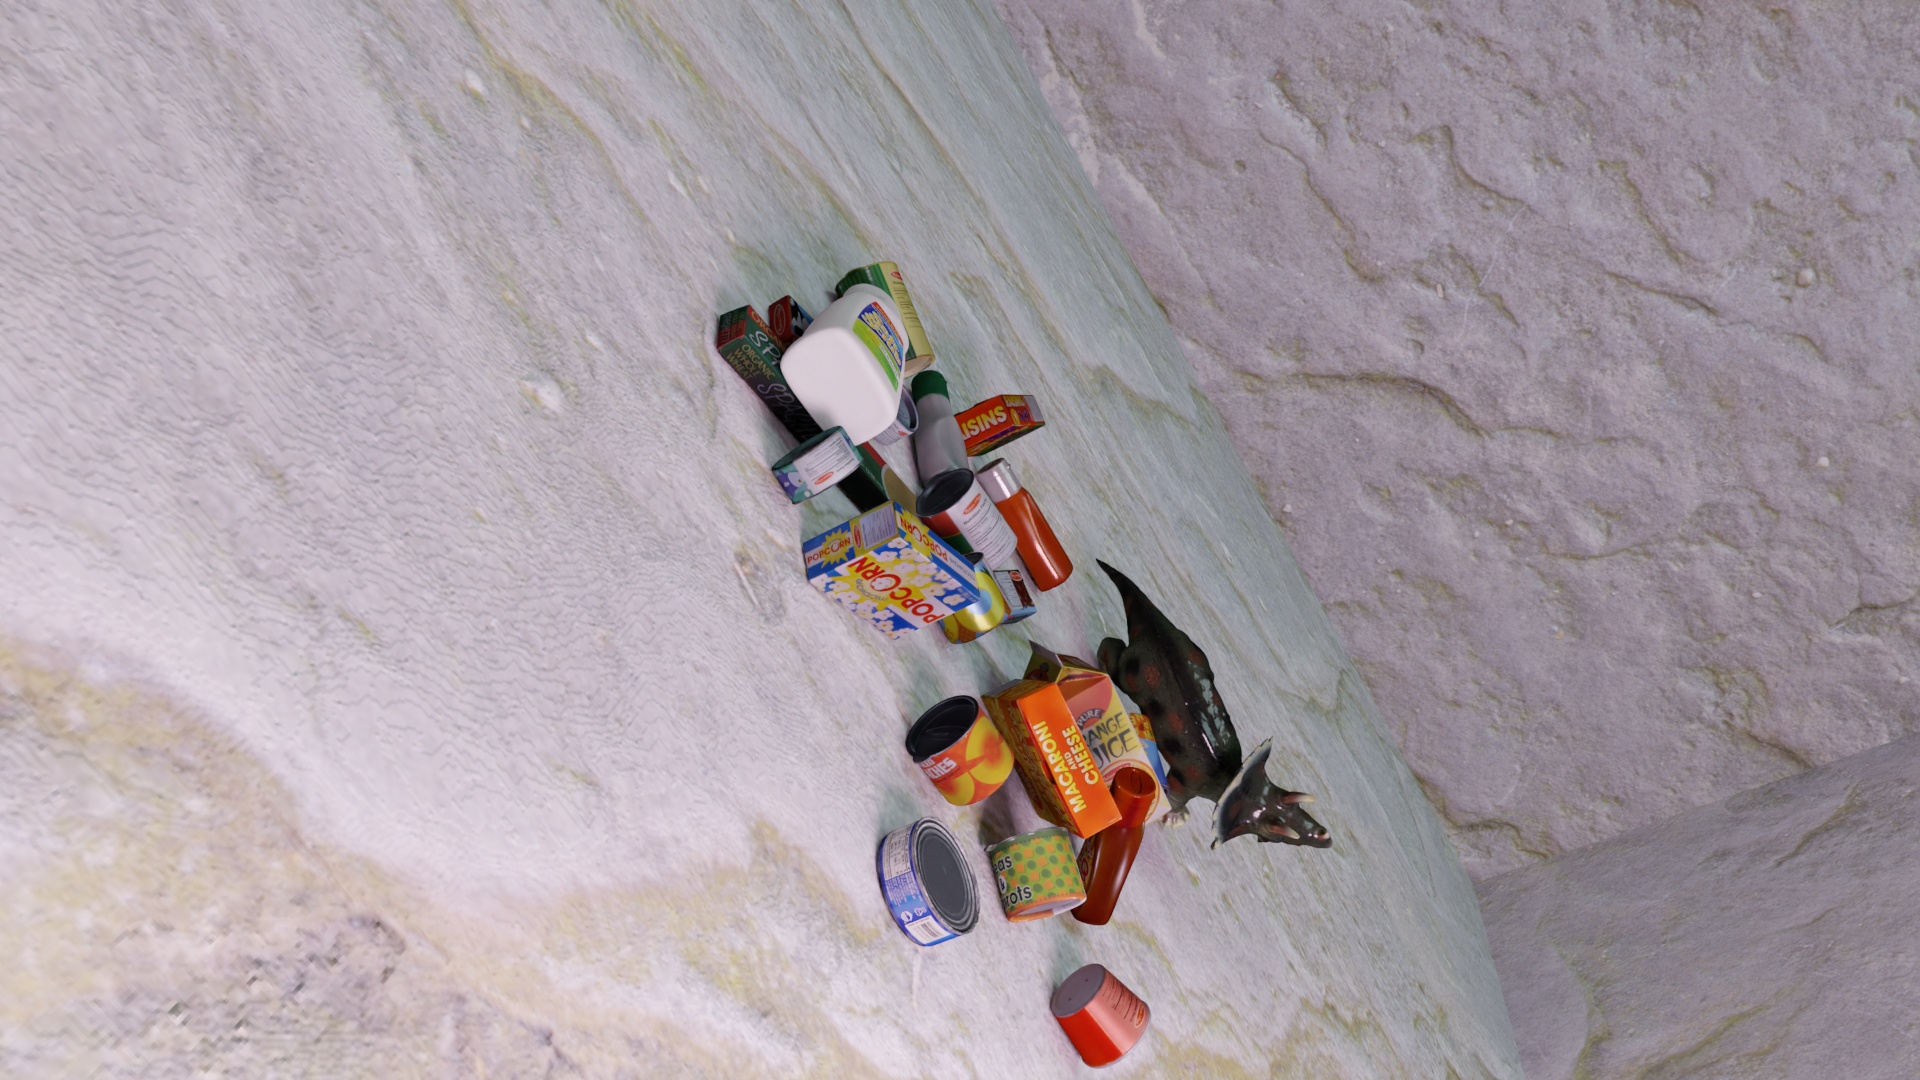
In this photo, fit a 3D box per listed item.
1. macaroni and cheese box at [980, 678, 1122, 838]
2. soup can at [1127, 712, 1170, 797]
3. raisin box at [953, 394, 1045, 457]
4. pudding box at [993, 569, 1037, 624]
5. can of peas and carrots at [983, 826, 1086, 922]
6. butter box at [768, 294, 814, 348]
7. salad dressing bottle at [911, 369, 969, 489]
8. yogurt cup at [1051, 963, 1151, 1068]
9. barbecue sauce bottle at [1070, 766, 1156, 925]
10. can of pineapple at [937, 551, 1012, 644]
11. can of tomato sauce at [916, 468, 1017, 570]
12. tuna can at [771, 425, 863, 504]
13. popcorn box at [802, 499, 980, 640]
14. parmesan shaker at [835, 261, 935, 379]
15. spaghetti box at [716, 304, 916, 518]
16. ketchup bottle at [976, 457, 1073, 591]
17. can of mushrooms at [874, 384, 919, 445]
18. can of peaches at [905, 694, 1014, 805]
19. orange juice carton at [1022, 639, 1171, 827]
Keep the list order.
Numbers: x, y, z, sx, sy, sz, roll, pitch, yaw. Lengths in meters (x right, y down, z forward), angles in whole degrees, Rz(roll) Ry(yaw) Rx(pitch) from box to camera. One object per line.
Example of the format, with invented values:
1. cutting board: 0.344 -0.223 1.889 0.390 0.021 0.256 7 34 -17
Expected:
1. macaroni and cheese box: 0.073 0.181 1.174 0.123 0.040 0.166 64 -10 1
2. soup can: 0.173 0.229 1.435 0.071 0.071 0.084 39 31 -50
3. raisin box: 0.032 -0.123 1.486 0.040 0.086 0.123 67 20 3
4. pudding box: 0.042 0.057 1.373 0.050 0.030 0.084 66 20 9
5. can of peas and carrots: 0.059 0.267 1.108 0.071 0.071 0.059 30 39 -58
6. butter box: -0.128 -0.165 1.228 0.103 0.024 0.053 44 27 -44
7. salad dressing bottle: -0.023 -0.109 1.396 0.064 0.044 0.148 42 28 -43
8. yogurt cup: 0.109 0.375 1.102 0.054 0.072 0.073 51 22 -11
9. barbecue sauce bottle: 0.130 0.259 1.192 0.065 0.044 0.147 -88 -169 -56
10. can of pineapple: 0.004 0.052 1.234 0.057 0.071 0.071 60 20 -12
11. can of tomato sauce: 0.005 -0.017 1.320 0.083 0.071 0.071 54 22 -28
12. tuna can: -0.112 -0.059 1.081 0.032 0.071 0.071 58 20 -14
13. popcorn box: -0.052 0.026 1.094 0.126 0.085 0.038 40 31 -49
14. parmesan shaker: -0.075 -0.212 1.359 0.103 0.071 0.071 68 20 9
15. spaghetti box: -0.116 -0.094 1.165 0.249 0.028 0.050 49 23 -35
16. ketchup bottle: 0.070 -0.019 1.516 0.148 0.043 0.065 59 19 -12
17. can of mushrooms: -0.070 -0.127 1.313 0.071 0.033 0.071 50 24 -32
18. can of peaches: -0.001 0.166 1.082 0.058 0.071 0.071 55 21 -25
19. orange juice carton: 0.115 0.179 1.287 0.192 0.073 0.072 64 -12 -14
